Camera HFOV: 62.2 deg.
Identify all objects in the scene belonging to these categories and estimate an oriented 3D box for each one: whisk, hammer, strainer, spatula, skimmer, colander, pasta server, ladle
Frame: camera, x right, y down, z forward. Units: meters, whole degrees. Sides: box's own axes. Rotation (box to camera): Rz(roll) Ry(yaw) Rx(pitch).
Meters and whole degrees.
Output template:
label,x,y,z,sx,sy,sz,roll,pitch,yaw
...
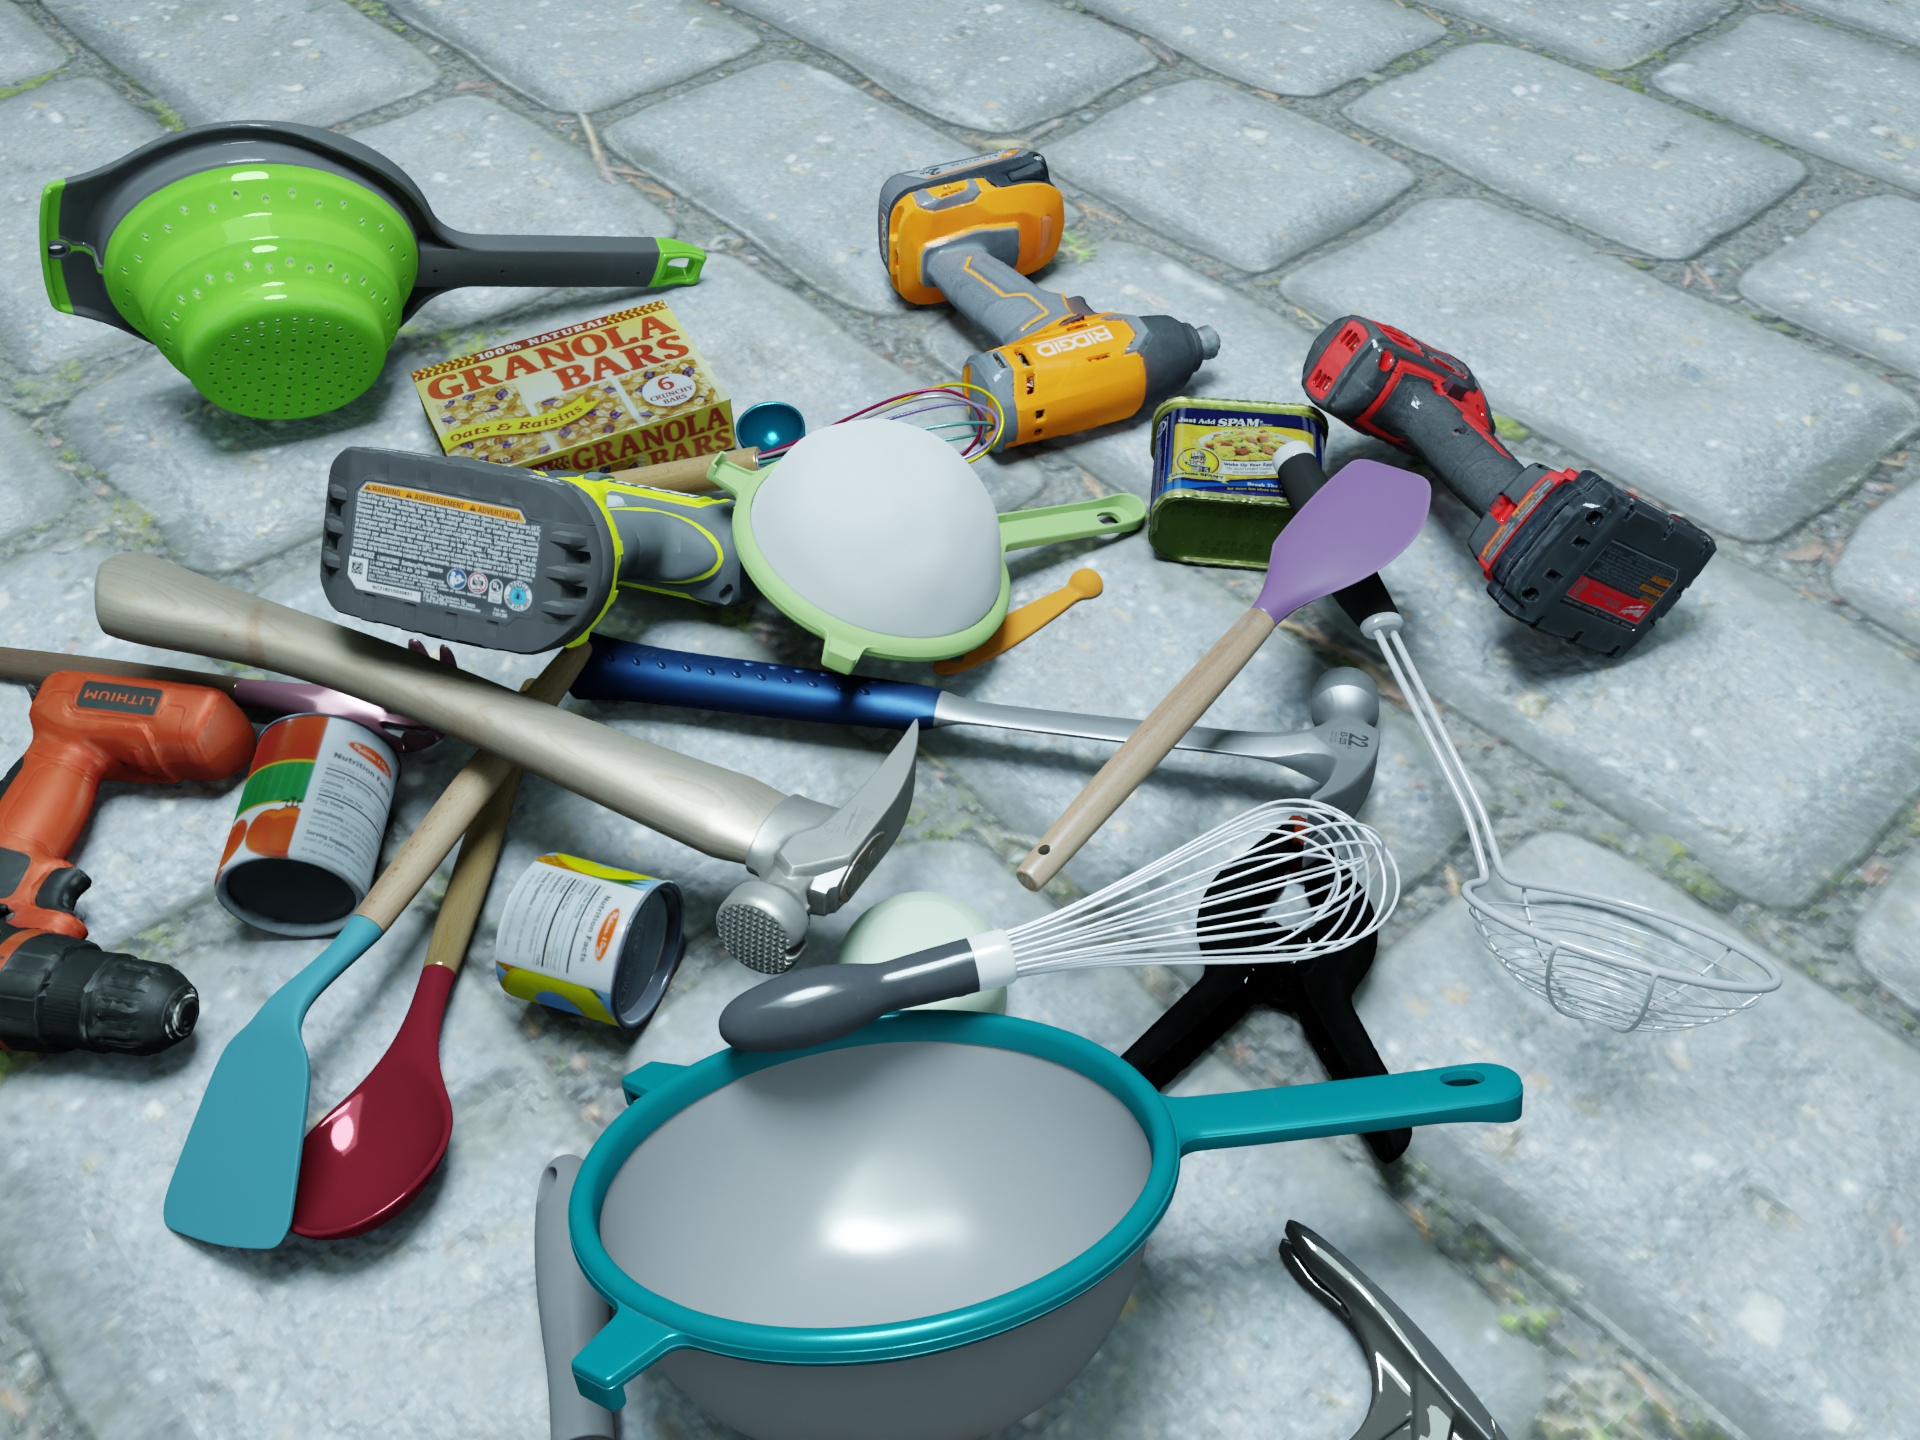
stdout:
label,x,y,z,sx,sy,sz,roll,pitch,yaw
whisk,0.043,0.089,0.639,0.284,0.070,0.070,-14,49,-10
whisk,-0.134,0.258,0.563,0.055,0.055,0.239,-10,43,-8
hammer,0.027,0.313,0.512,0.359,0.036,0.149,-26,52,-21
strainer,0.008,-0.114,0.835,0.256,0.069,0.152,-12,56,-34
spatula,-0.243,0.079,0.708,0.082,0.044,0.318,-4,42,33
skimmer,0.241,-0.015,0.741,0.127,0.090,0.364,5,51,-33
spatula,0.127,-0.030,0.733,0.060,0.018,0.316,26,56,32
whisk,-0.095,-0.155,0.920,0.245,0.047,0.051,-9,12,9
hammer,-0.221,-0.010,0.732,0.411,0.038,0.146,19,39,16
colander,-0.335,-0.256,0.981,0.397,0.204,0.095,-9,67,-30
pasta server,-0.402,-0.022,0.827,0.316,0.040,0.060,7,59,9
ladle,-0.232,0.093,0.725,0.069,0.031,0.316,-6,45,10
hammer,-0.001,-0.003,0.783,0.405,0.035,0.144,7,29,11
strainer,0.037,0.184,0.572,0.340,0.095,0.211,-6,16,-6

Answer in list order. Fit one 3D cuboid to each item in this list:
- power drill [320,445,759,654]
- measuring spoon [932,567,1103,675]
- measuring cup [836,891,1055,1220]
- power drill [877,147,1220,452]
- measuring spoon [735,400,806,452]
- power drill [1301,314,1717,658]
label,x,y,z,sx,sy,sz,roll,pitch,yaw
power drill,-0.210,-0.092,0.797,0.171,0.080,0.223,12,11,10
measuring spoon,0.032,-0.055,0.864,0.117,0.011,0.021,-31,54,-24
measuring cup,0.005,0.138,0.669,0.083,0.038,0.168,-23,49,-19
power drill,0.053,-0.272,1.018,0.164,0.084,0.227,-17,54,-15
measuring spoon,-0.083,-0.146,0.951,0.129,0.021,0.042,40,67,20
power drill,0.292,-0.136,0.868,0.143,0.078,0.220,13,33,-38
